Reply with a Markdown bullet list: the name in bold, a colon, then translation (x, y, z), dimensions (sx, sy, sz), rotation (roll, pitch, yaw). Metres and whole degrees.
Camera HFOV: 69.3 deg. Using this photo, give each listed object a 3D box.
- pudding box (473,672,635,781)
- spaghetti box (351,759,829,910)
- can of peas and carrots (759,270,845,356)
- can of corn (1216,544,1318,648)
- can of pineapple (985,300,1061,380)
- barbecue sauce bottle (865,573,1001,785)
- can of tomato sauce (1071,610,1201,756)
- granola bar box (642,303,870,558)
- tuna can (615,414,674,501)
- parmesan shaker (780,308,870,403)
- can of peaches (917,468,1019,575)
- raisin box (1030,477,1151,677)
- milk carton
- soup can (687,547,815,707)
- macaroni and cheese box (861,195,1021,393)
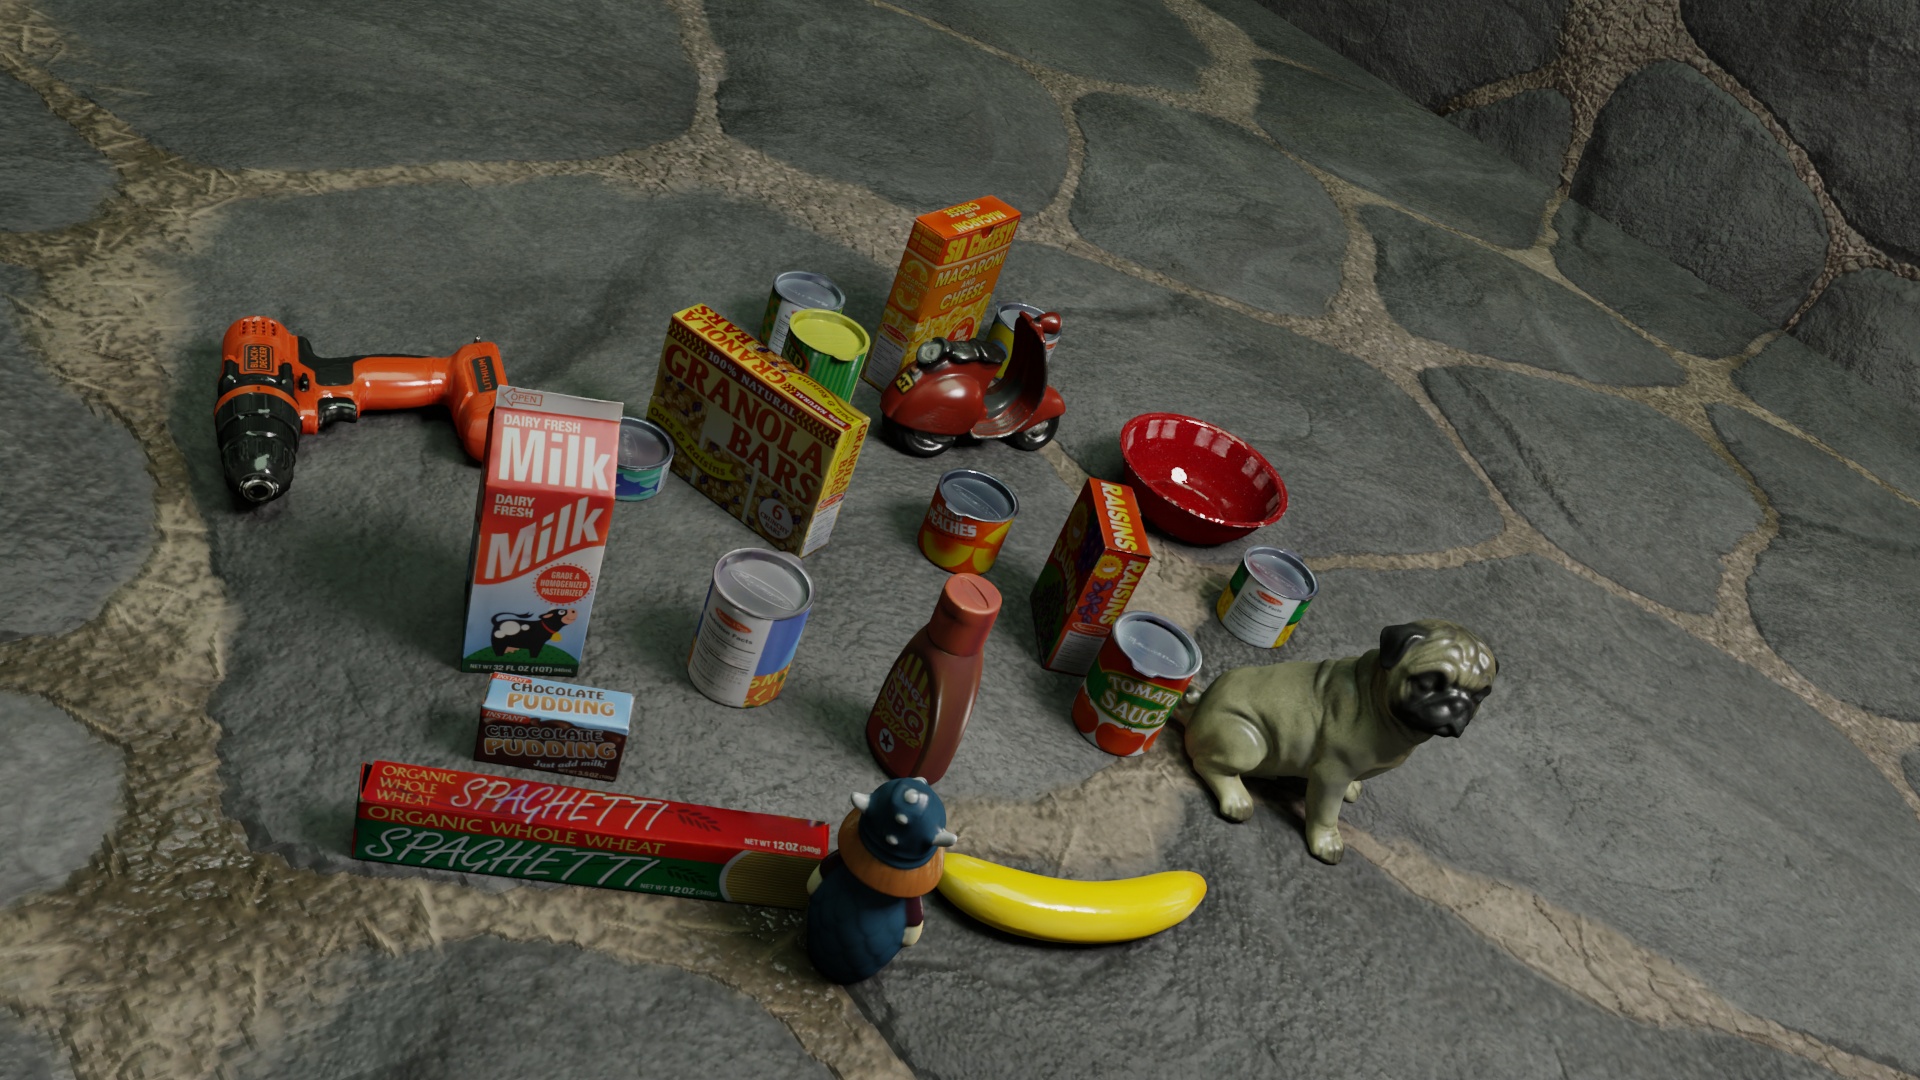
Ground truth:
- **pudding box**: translation (-0.236, 0.108, 0.808), dimensions (0.084, 0.049, 0.030), rotation (12, 37, -15)
- **spaghetti box**: translation (-0.198, 0.163, 0.758), dimensions (0.250, 0.050, 0.029), rotation (11, 37, -16)
- **can of peas and carrots**: translation (-0.143, -0.203, 1.257), dimensions (0.071, 0.058, 0.071), rotation (15, 36, -11)
- **can of corn**: translation (0.254, 0.046, 1.151), dimensions (0.071, 0.058, 0.071), rotation (15, 36, -11)
- **can of pineapple**: translation (0.057, -0.192, 1.352), dimensions (0.071, 0.057, 0.071), rotation (15, 36, -11)
- **barbecue sauce bottle**: translation (-0.015, 0.086, 0.873), dimensions (0.044, 0.147, 0.065), rotation (-10, 46, -37)
- **can of tomato sauce**: translation (0.123, 0.103, 0.983), dimensions (0.071, 0.082, 0.071), rotation (15, 36, -11)
- **granola bar box**: translation (-0.157, -0.080, 1.032), dimensions (0.166, 0.123, 0.039), rotation (35, 37, 16)
- **tuna can**: translation (-0.252, -0.062, 1.035), dimensions (0.071, 0.032, 0.071), rotation (15, 36, -11)
- **parmesan shaker**: translation (-0.119, -0.126, 1.131), dimensions (0.071, 0.102, 0.072), rotation (15, 36, -11)
- **can of peaches**: translation (0.004, -0.014, 1.091), dimensions (0.071, 0.057, 0.071), rotation (15, 36, -11)
- **raisin box**: translation (0.095, 0.028, 1.031), dimensions (0.040, 0.122, 0.086), rotation (13, 36, -14)
- **milk carton**: translation (-0.253, -0.011, 0.832), dimensions (0.072, 0.189, 0.074), rotation (6, 38, -22)
- **soup can**: translation (-0.135, 0.056, 0.902), dimensions (0.071, 0.083, 0.072), rotation (15, 36, -11)
- **macaroni and cheese box**: translation (-0.016, -0.221, 1.256), dimensions (0.040, 0.165, 0.124), rotation (36, 37, 18)
